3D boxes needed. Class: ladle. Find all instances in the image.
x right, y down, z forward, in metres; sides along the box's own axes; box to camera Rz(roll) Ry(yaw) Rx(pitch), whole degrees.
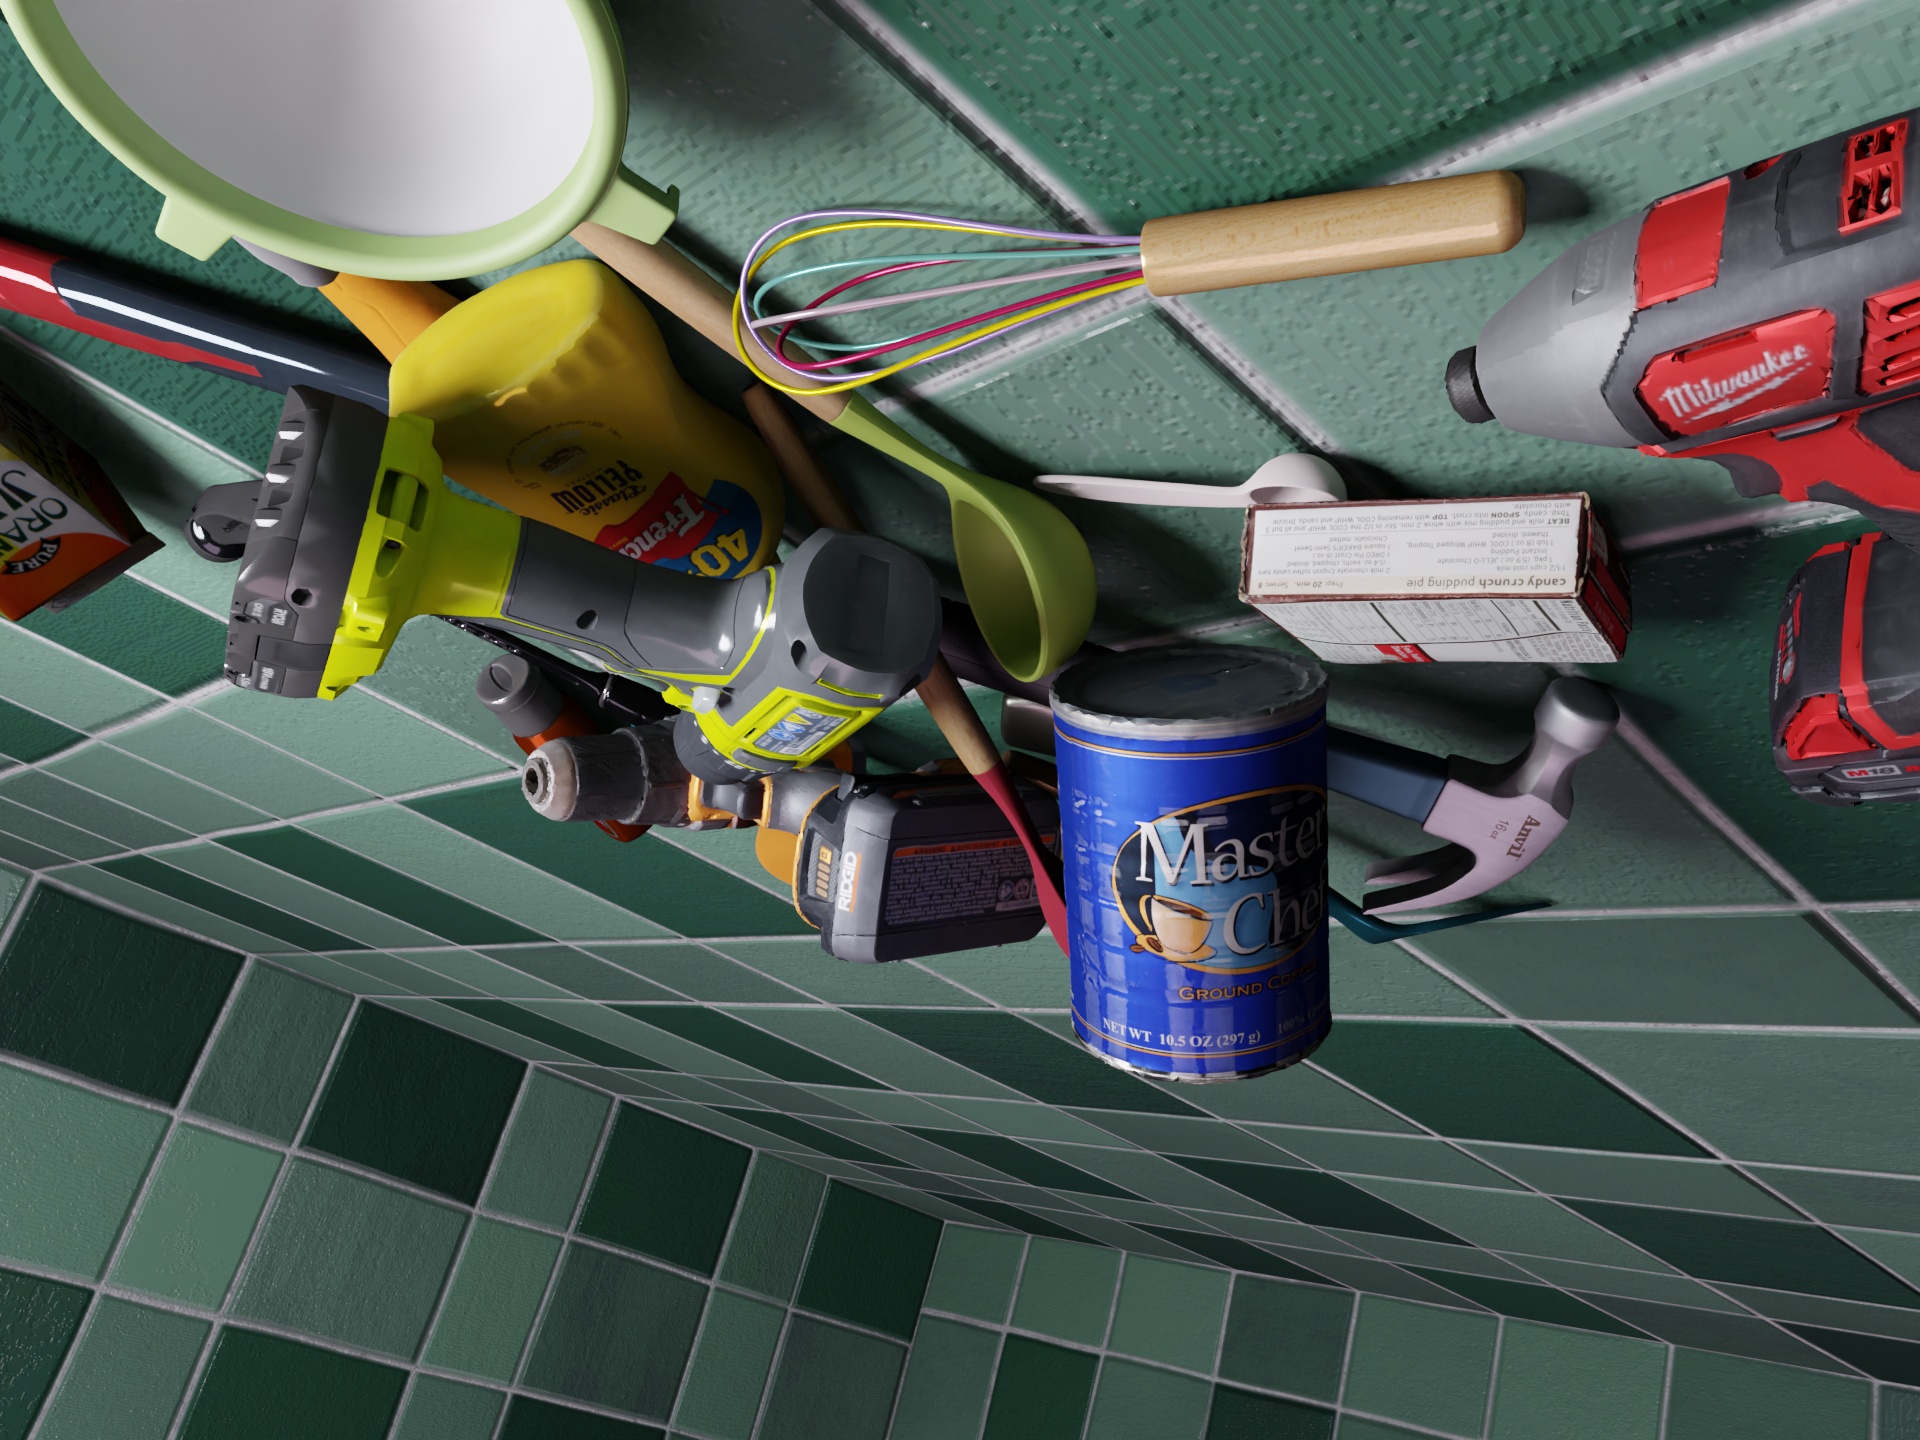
[{"bbox_3d":[-0.069,-0.115,0.552,0.320,0.062,0.078,34,-178,-29],"label":"ladle"},{"bbox_3d":[-0.001,-0.002,0.653,0.031,0.069,0.315,-29,114,6],"label":"ladle"}]

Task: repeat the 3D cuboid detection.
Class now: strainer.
[{"bbox_3d":[-0.162,-0.217,0.361,0.151,0.069,0.256,0,148,7],"label":"strainer"}]

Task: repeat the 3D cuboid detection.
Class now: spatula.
[{"bbox_3d":[0.160,0.069,0.821,0.317,0.044,0.082,23,157,-20],"label":"spatula"}]

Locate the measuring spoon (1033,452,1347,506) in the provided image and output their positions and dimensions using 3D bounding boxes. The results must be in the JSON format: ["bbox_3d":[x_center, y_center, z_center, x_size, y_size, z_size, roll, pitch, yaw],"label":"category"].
[{"bbox_3d":[0.080,-0.088,0.569,0.124,0.018,0.034,9,173,35],"label":"measuring spoon"}]

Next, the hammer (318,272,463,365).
[{"bbox_3d":[-0.265,-0.214,0.480,0.127,0.034,0.336,4,155,26],"label":"hammer"}]

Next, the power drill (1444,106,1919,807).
[{"bbox_3d":[0.242,-0.062,0.436,0.219,0.079,0.143,36,150,-33],"label":"power drill"}]

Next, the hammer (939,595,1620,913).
[{"bbox_3d":[0.089,-0.007,0.672,0.331,0.033,0.128,18,128,5],"label":"hammer"}]

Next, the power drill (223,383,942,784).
[{"bbox_3d":[-0.143,-0.032,0.593,0.228,0.080,0.190,14,158,-22],"label":"power drill"}]

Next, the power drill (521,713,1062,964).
[{"bbox_3d":[-0.086,0.044,0.765,0.185,0.084,0.226,-1,-166,-40],"label":"power drill"}]

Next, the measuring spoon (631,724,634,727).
[{"bbox_3d":[-0.195,0.021,0.996,0.042,0.021,0.128,22,157,-13],"label":"measuring spoon"}]

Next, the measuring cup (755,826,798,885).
[{"bbox_3d":[-0.050,0.096,1.029,0.173,0.052,0.095,23,157,-10],"label":"measuring cup"}]

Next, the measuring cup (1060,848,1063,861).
[{"bbox_3d":[0.069,0.060,0.762,0.156,0.062,0.029,-4,119,55],"label":"measuring cup"}]

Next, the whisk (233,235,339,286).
[{"bbox_3d":[-0.237,-0.192,0.420,0.055,0.055,0.238,9,161,18],"label":"whisk"}]

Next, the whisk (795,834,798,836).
[{"bbox_3d":[0.029,0.091,0.928,0.284,0.070,0.070,17,158,-11],"label":"whisk"}]

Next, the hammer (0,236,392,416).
[{"bbox_3d":[-0.346,-0.174,0.626,0.386,0.038,0.143,17,156,-1],"label":"hammer"}]

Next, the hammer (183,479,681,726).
[{"bbox_3d":[-0.205,-0.025,0.864,0.408,0.036,0.149,28,164,-30],"label":"hammer"}]

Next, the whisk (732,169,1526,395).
[{"bbox_3d":[0.036,-0.128,0.465,0.245,0.047,0.051,0,152,27],"label":"whisk"}]
